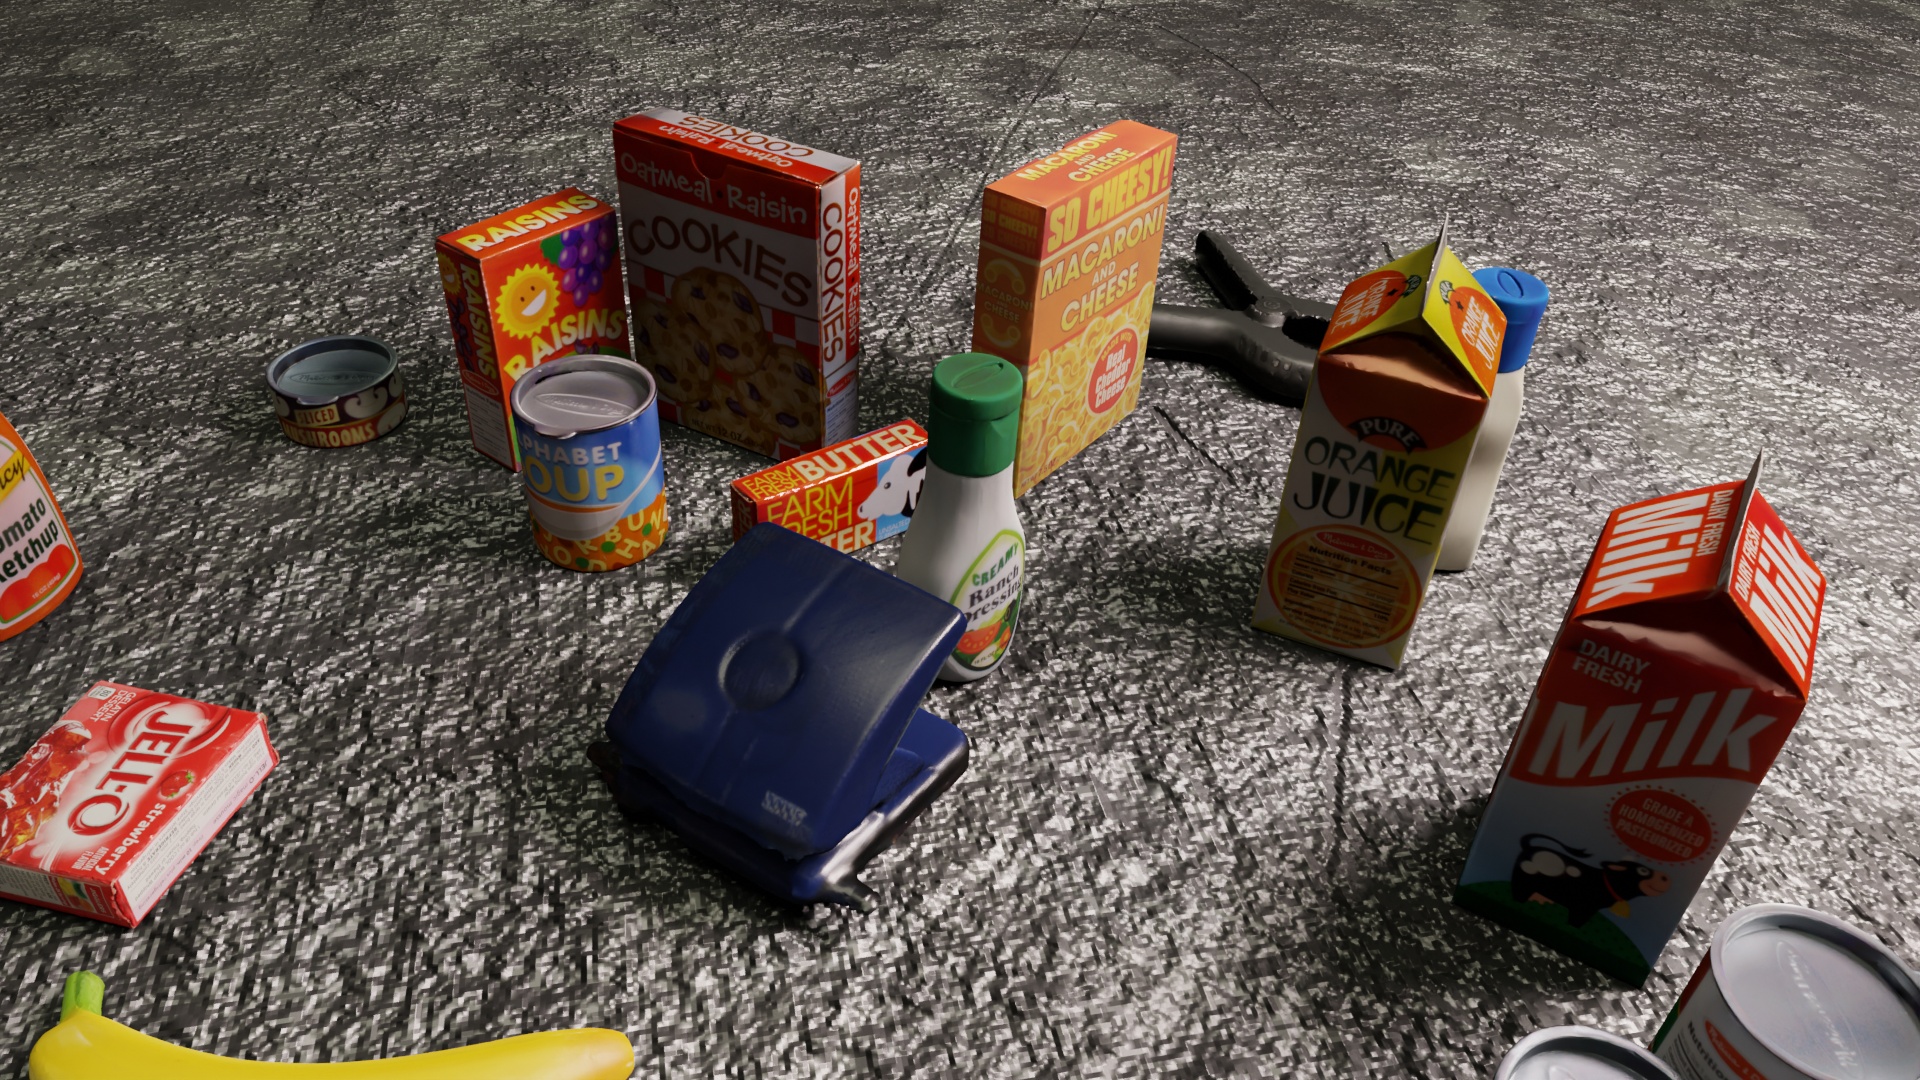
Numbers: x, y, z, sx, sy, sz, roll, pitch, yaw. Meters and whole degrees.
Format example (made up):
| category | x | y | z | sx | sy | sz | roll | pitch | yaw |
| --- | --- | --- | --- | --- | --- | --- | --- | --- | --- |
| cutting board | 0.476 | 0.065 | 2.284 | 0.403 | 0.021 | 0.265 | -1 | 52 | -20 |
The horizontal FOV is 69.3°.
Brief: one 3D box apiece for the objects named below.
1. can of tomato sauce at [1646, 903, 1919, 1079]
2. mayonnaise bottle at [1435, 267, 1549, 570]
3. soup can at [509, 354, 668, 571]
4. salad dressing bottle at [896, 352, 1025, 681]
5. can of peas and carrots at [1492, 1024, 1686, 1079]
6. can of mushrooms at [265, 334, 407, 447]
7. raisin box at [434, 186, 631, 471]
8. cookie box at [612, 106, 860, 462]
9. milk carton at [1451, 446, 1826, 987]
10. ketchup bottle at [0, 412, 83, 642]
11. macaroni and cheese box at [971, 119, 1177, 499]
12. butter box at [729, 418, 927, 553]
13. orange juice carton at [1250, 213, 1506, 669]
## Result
| category | x | y | z | sx | sy | sz | roll | pitch | yaw |
| --- | --- | --- | --- | --- | --- | --- | --- | --- | --- |
| can of tomato sauce | 0.258 | 0.167 | 0.438 | 0.071 | 0.082 | 0.071 | 2 | 37 | -2 |
| mayonnaise bottle | 0.247 | -0.059 | 0.678 | 0.041 | 0.147 | 0.065 | 4 | 37 | 1 |
| soup can | -0.177 | -0.035 | 0.662 | 0.071 | 0.083 | 0.072 | 2 | 37 | -2 |
| salad dressing bottle | 0.002 | -0.007 | 0.590 | 0.044 | 0.146 | 0.064 | 32 | 45 | 31 |
| can of peas and carrots | 0.185 | 0.193 | 0.419 | 0.071 | 0.058 | 0.071 | 2 | 37 | -2 |
| can of mushrooms | -0.335 | -0.079 | 0.747 | 0.071 | 0.033 | 0.071 | 2 | 38 | -2 |
| raisin box | -0.217 | -0.110 | 0.724 | 0.040 | 0.122 | 0.086 | 28 | 44 | 28 |
| cookie box | -0.114 | -0.127 | 0.719 | 0.123 | 0.166 | 0.040 | 20 | 40 | 21 |
| milk carton | 0.241 | 0.061 | 0.488 | 0.073 | 0.189 | 0.073 | 22 | 41 | 22 |
| ketchup bottle | -0.422 | -0.030 | 0.581 | 0.043 | 0.148 | 0.065 | 10 | 38 | 8 |
| macaroni and cheese box | 0.055 | -0.122 | 0.728 | 0.040 | 0.165 | 0.124 | 27 | 43 | 27 |
| butter box | -0.061 | -0.019 | 0.677 | 0.104 | 0.052 | 0.024 | -22 | 44 | -30 |
| orange juice carton | 0.187 | -0.043 | 0.616 | 0.073 | 0.191 | 0.072 | 17 | 39 | 16 |
